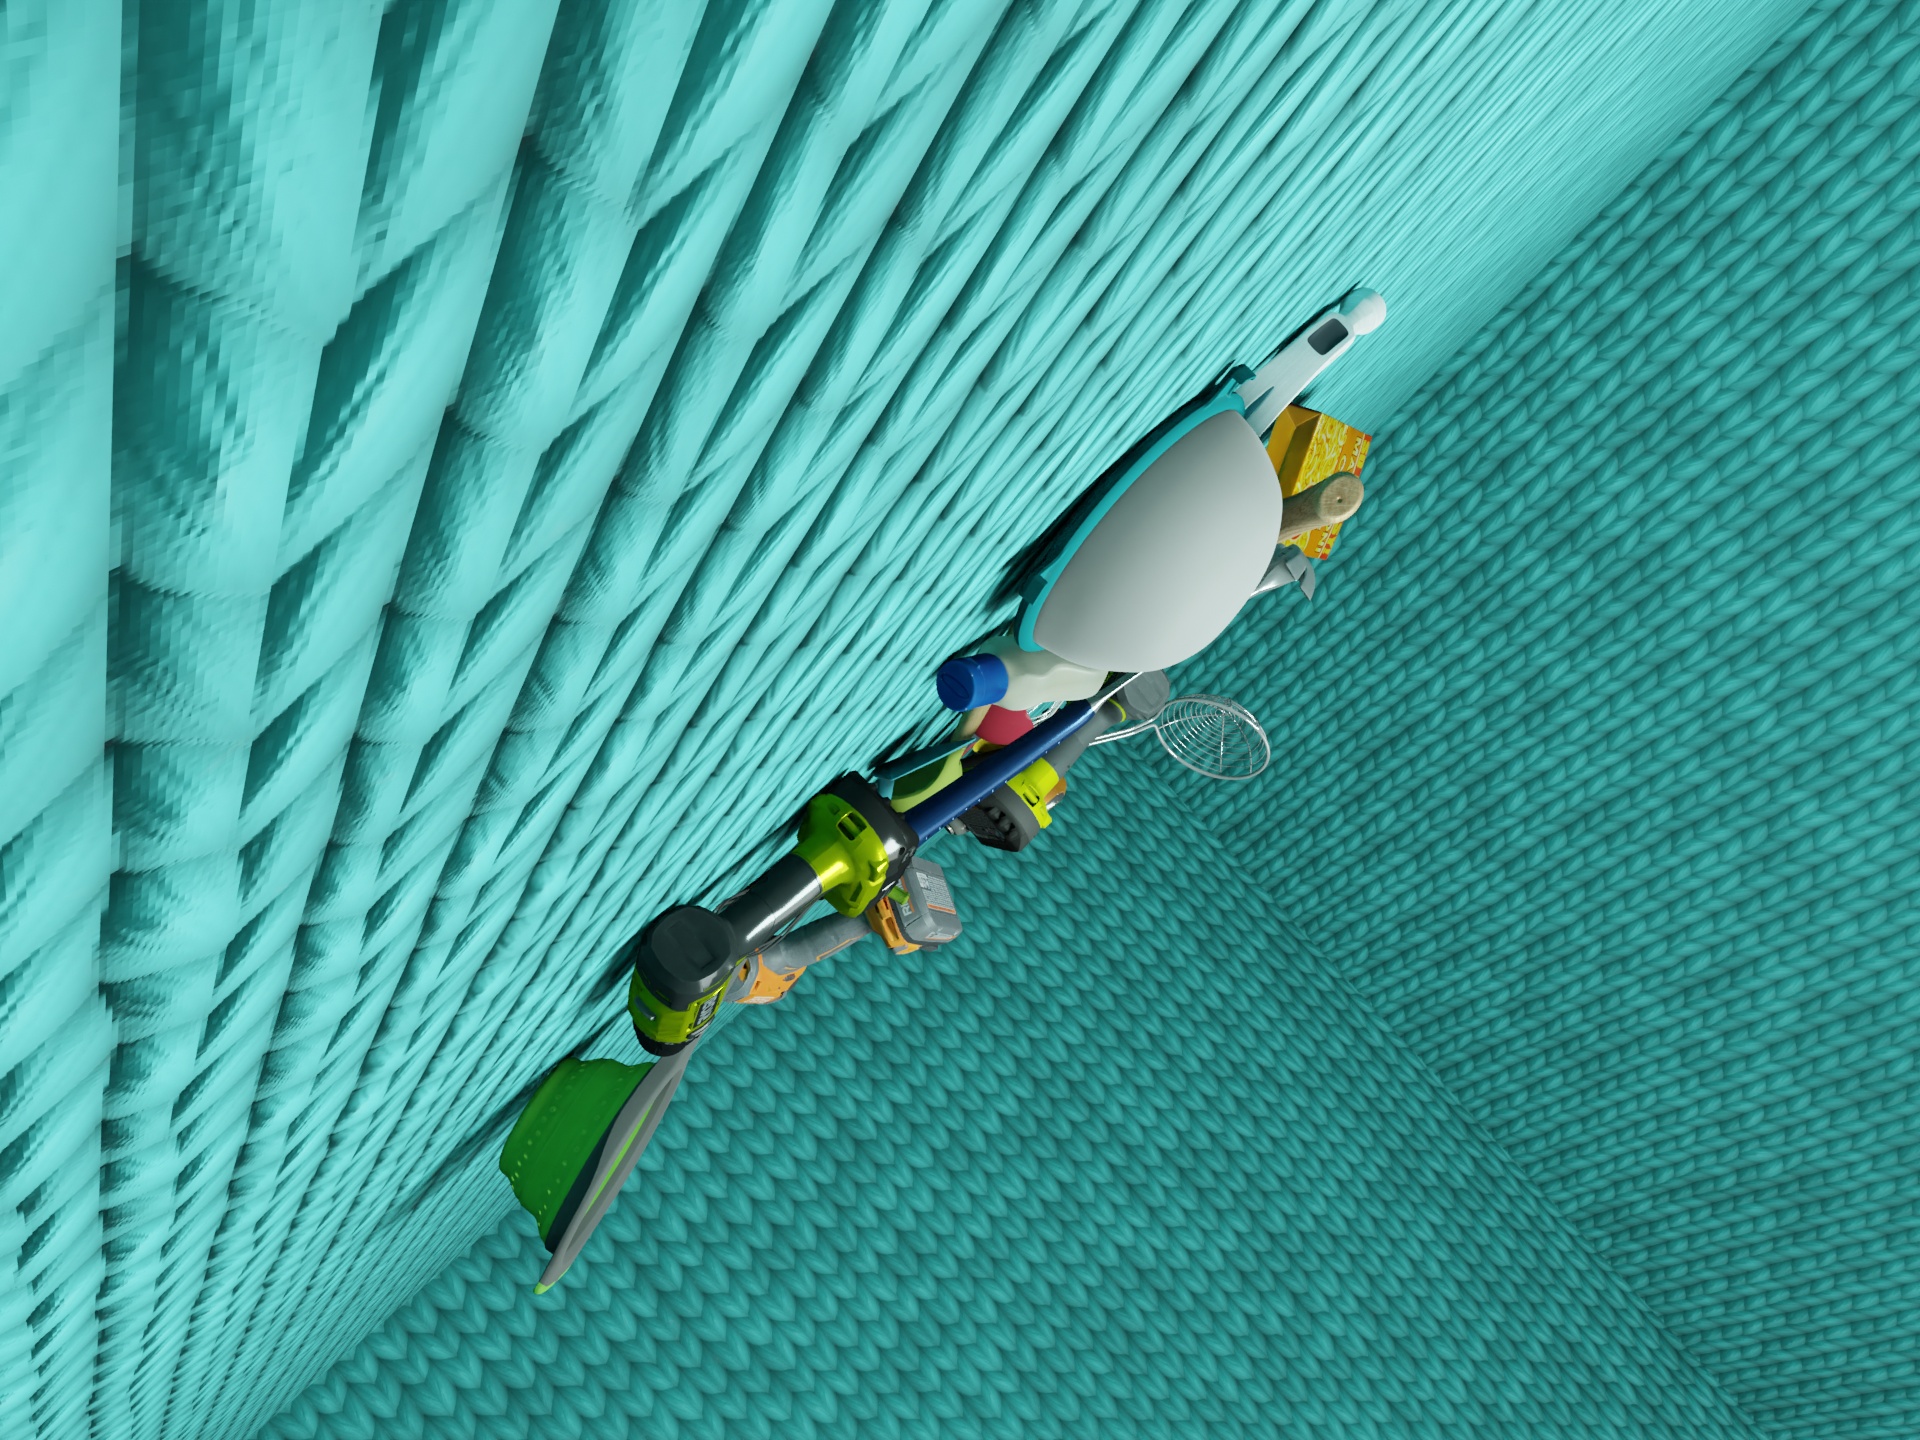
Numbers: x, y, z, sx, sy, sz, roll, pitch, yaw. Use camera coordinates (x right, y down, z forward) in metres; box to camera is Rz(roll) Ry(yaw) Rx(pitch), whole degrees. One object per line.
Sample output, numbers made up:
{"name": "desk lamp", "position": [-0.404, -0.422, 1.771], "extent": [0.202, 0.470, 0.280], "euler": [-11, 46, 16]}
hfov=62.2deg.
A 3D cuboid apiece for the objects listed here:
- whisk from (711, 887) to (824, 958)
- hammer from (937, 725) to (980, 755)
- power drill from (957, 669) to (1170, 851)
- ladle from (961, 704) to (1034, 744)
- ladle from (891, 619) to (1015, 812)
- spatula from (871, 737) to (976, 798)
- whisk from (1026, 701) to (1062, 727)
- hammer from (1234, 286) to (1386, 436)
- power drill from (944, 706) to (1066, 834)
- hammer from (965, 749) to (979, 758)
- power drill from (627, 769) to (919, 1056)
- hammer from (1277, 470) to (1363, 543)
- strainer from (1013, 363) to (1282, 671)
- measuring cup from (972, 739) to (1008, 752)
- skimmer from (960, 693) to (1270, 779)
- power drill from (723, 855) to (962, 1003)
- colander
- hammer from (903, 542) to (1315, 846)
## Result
{"name": "whisk", "position": [-0.117, 0.137, 1.324], "extent": [0.239, 0.055, 0.055], "euler": [-24, 164, -42]}
{"name": "hammer", "position": [-0.044, 0.060, 1.509], "extent": [0.386, 0.038, 0.143], "euler": [-45, 173, 32]}
{"name": "power drill", "position": [0.090, 0.024, 1.580], "extent": [0.223, 0.080, 0.171], "euler": [-44, -166, -15]}
{"name": "ladle", "position": [0.061, -0.054, 1.297], "extent": [0.315, 0.069, 0.031], "euler": [119, -8, -58]}
{"name": "ladle", "position": [-0.002, -0.004, 1.320], "extent": [0.078, 0.062, 0.320], "euler": [-35, 165, -30]}
{"name": "spatula", "position": [-0.070, 0.089, 1.384], "extent": [0.082, 0.044, 0.317], "euler": [-26, 161, -28]}
{"name": "whisk", "position": [0.130, -0.075, 1.545], "extent": [0.246, 0.059, 0.057], "euler": [-39, 163, -14]}
{"name": "hammer", "position": [0.185, -0.187, 1.180], "extent": [0.128, 0.033, 0.331], "euler": [-40, 175, -33]}
{"name": "power drill", "position": [0.051, 0.082, 1.839], "extent": [0.185, 0.084, 0.226], "euler": [-39, 169, -12]}
{"name": "hammer", "position": [0.075, -0.026, 1.742], "extent": [0.149, 0.036, 0.408], "euler": [-38, 173, -34]}
{"name": "power drill", "position": [-0.148, 0.151, 1.167], "extent": [0.228, 0.080, 0.190], "euler": [-38, 167, -31]}
{"name": "hammer", "position": [0.217, -0.137, 1.151], "extent": [0.130, 0.031, 0.331], "euler": [-49, -176, -3]}
{"name": "strainer", "position": [0.145, -0.084, 1.073], "extent": [0.211, 0.095, 0.340], "euler": [-46, 166, -5]}
{"name": "measuring cup", "position": [0.083, -0.002, 1.692], "extent": [0.156, 0.029, 0.062], "euler": [-15, 160, -12]}
{"name": "skimmer", "position": [0.142, 0.046, 1.682], "extent": [0.363, 0.090, 0.127], "euler": [-13, 143, -8]}
{"name": "power drill", "position": [-0.119, 0.205, 1.499], "extent": [0.226, 0.084, 0.164], "euler": [-23, 165, 10]}
{"name": "colander", "position": [-0.286, 0.286, 1.369], "extent": [0.397, 0.094, 0.204], "euler": [-60, 177, -8]}
{"name": "hammer", "position": [0.114, -0.019, 1.294], "extent": [0.405, 0.035, 0.144], "euler": [-35, -170, 2]}
